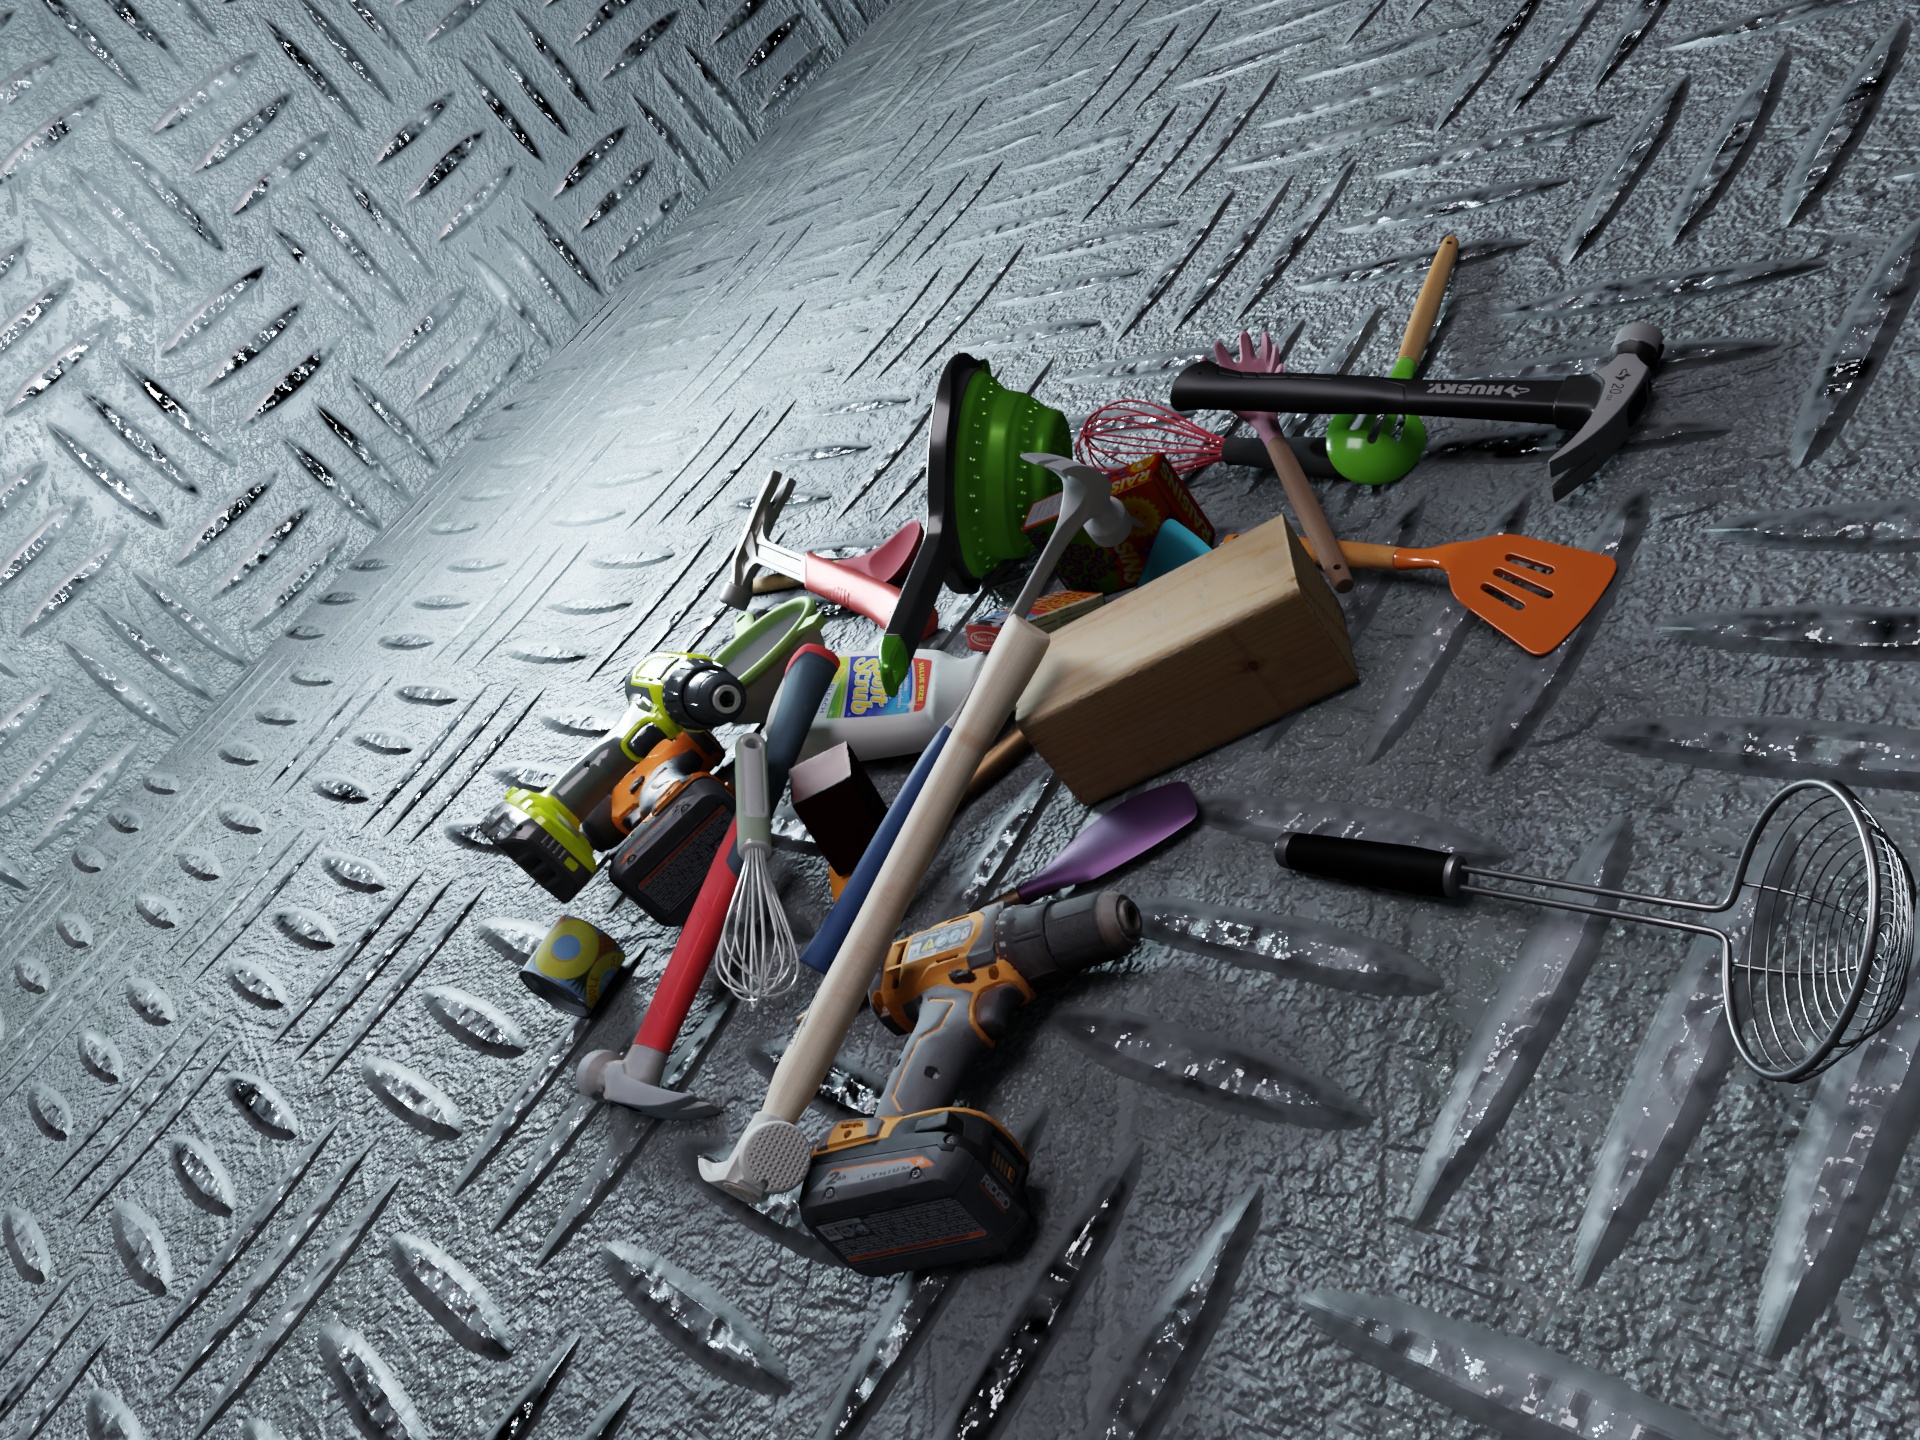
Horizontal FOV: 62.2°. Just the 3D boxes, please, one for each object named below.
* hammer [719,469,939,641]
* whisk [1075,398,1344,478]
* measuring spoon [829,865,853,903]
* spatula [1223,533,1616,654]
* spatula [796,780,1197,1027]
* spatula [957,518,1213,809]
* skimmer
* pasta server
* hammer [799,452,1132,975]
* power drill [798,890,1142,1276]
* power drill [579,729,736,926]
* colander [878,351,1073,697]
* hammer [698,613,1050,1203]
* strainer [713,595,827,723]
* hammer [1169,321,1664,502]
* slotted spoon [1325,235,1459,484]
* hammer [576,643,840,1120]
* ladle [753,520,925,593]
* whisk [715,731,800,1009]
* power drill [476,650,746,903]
[{"bbox_3d":[-0.124,-0.144,1.526,0.359,0.036,0.149,26,93,54],"label":"hammer"},{"bbox_3d":[0.202,-0.217,1.279,0.296,0.073,0.073,15,61,47],"label":"whisk"},{"bbox_3d":[-0.087,0.131,1.184,0.021,0.011,0.117,-35,31,9],"label":"measuring spoon"},{"bbox_3d":[0.283,-0.103,1.069,0.081,0.041,0.323,-48,27,-12],"label":"spatula"},{"bbox_3d":[0.020,0.128,1.062,0.316,0.018,0.060,-32,28,13],"label":"spatula"},{"bbox_3d":[0.066,-0.015,1.172,0.317,0.044,0.082,-41,53,2],"label":"spatula"},{"bbox_3d":[0.273,0.080,0.770,0.363,0.090,0.127,6,84,54],"label":"skimmer"},{"bbox_3d":[0.235,-0.193,1.159,0.060,0.040,0.317,-19,39,10],"label":"pasta server"},{"bbox_3d":[-0.002,-0.004,1.120,0.035,0.144,0.405,26,84,28],"label":"hammer"},{"bbox_3d":[0.012,0.196,0.926,0.185,0.084,0.226,-22,30,29],"label":"power drill"},{"bbox_3d":[-0.263,0.089,1.374,0.164,0.084,0.227,-44,26,-2],"label":"power drill"},{"bbox_3d":[0.024,-0.154,1.290,0.094,0.204,0.397,3,42,15],"label":"colander"},{"bbox_3d":[-0.044,0.106,0.998,0.411,0.038,0.146,-62,10,-25],"label":"hammer"},{"bbox_3d":[-0.182,-0.053,1.494,0.151,0.069,0.256,-40,17,1],"label":"strainer"},{"bbox_3d":[0.299,-0.223,1.112,0.335,0.035,0.146,11,54,35],"label":"hammer"},{"bbox_3d":[0.347,-0.289,1.227,0.070,0.031,0.314,17,51,15],"label":"slotted spoon"},{"bbox_3d":[-0.165,0.111,1.206,0.143,0.038,0.386,-3,57,45],"label":"hammer"},{"bbox_3d":[-0.136,-0.150,1.595,0.315,0.031,0.069,-5,55,48],"label":"ladle"},{"bbox_3d":[-0.148,0.100,1.143,0.247,0.057,0.059,-99,20,-44],"label":"whisk"},{"bbox_3d":[-0.275,0.035,1.293,0.228,0.080,0.191,-48,23,-15],"label":"power drill"}]
